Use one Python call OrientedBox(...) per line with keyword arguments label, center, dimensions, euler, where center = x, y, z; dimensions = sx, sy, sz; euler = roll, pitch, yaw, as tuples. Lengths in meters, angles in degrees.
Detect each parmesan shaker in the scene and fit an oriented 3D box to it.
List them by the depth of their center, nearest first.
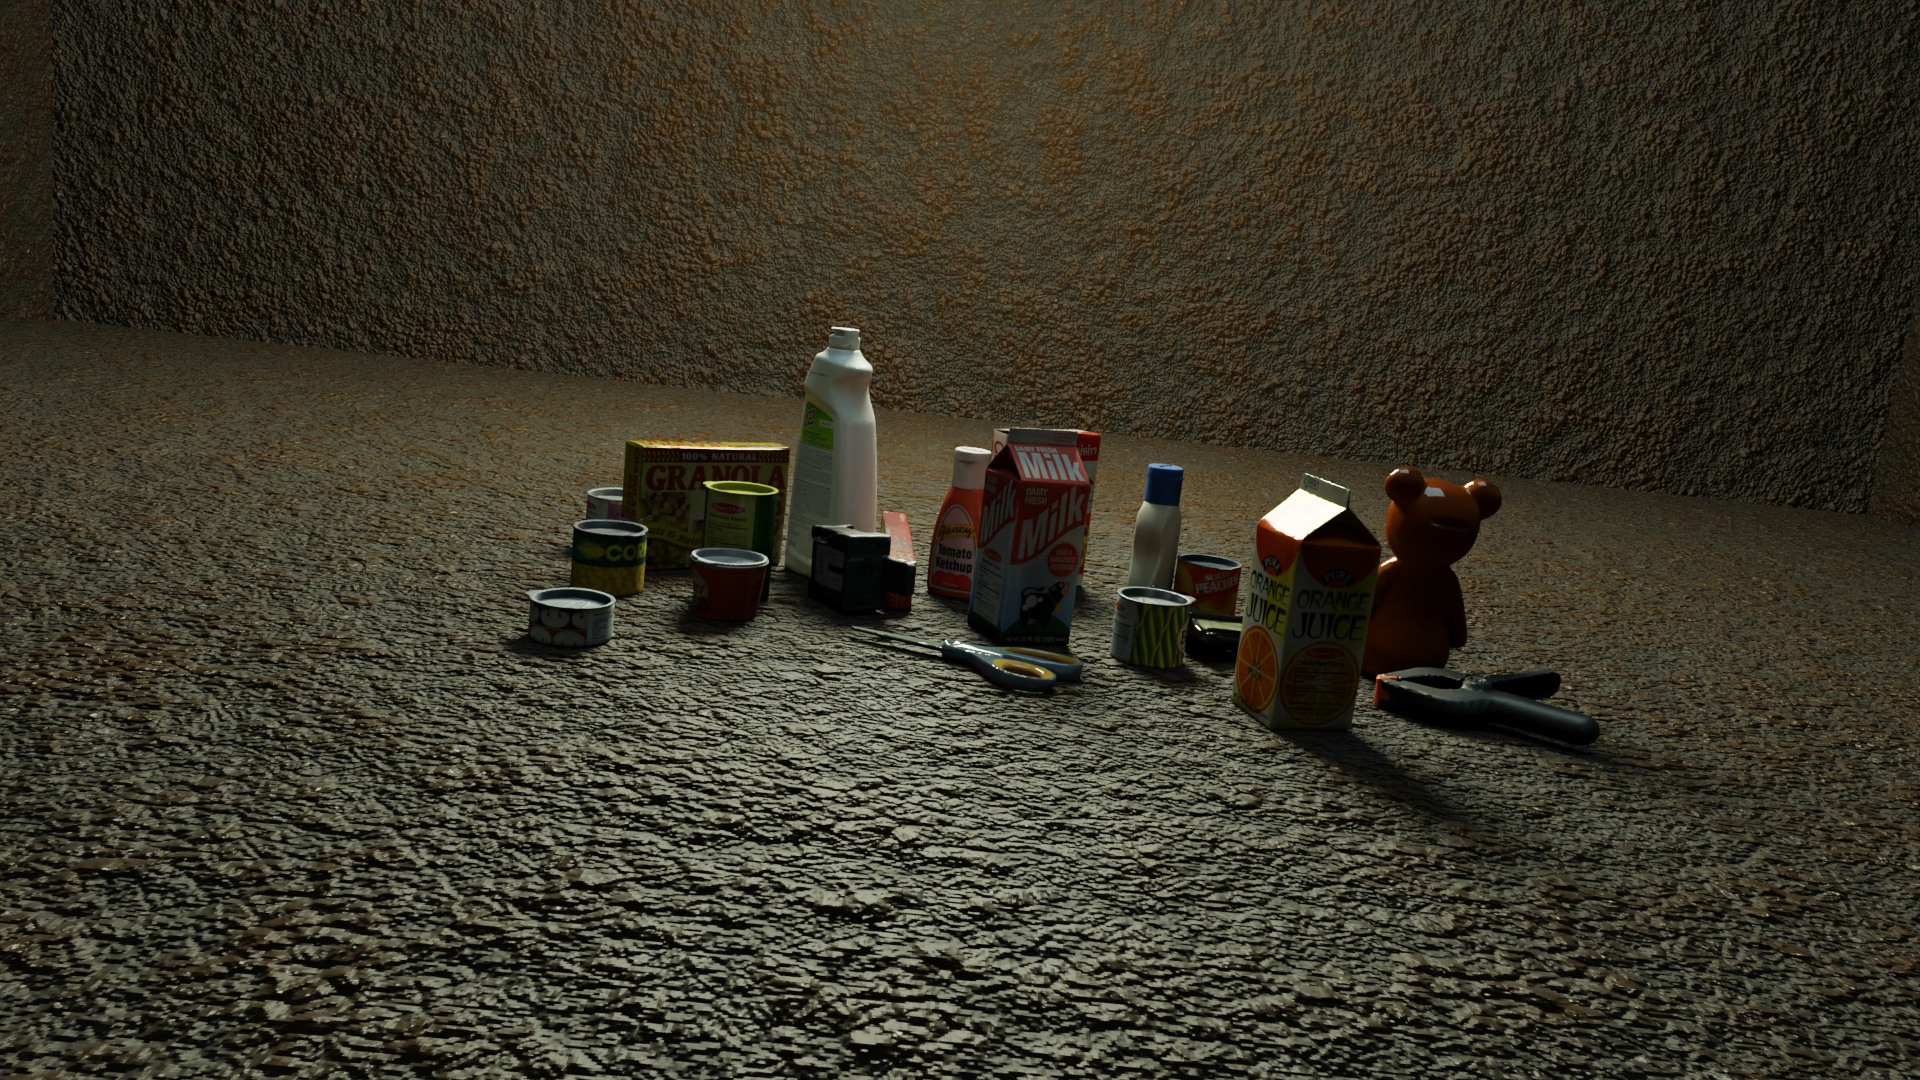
OrientedBox(label="parmesan shaker", center=(-0.209, 0.001, 1.287), dimensions=(0.071, 0.103, 0.071), euler=(6, 11, -1))

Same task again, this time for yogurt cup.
OrientedBox(label="yogurt cup", center=(-0.205, 0.039, 1.223), dimensions=(0.072, 0.053, 0.072), euler=(6, 11, -1))

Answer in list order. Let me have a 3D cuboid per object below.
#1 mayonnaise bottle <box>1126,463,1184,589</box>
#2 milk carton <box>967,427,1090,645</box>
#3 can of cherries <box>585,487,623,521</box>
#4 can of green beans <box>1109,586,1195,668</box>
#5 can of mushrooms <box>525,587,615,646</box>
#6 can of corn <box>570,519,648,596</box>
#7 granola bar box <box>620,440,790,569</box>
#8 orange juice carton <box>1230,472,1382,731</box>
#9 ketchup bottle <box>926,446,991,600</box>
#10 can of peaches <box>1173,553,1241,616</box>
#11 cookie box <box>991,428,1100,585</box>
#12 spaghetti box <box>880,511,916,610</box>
OrientedBox(label="mayonnaise bottle", center=(0.201, -0.003, 1.423), dimensions=(0.041, 0.147, 0.065), euler=(12, 12, 28))
OrientedBox(label="milk carton", center=(0.063, -0.006, 1.249), dimensions=(0.072, 0.190, 0.073), euler=(1, 12, -25))
OrientedBox(label="can of cherries", center=(-0.349, -0.020, 1.428), dimensions=(0.071, 0.058, 0.071), euler=(6, 11, -1))
OrientedBox(label="can of green beans", center=(0.168, 0.077, 1.232), dimensions=(0.071, 0.057, 0.071), euler=(6, 11, -1))
OrientedBox(label="can of mushrooms", center=(-0.312, 0.060, 1.107), dimensions=(0.071, 0.033, 0.071), euler=(6, 11, -1))
OrientedBox(label="can of corn", center=(-0.318, 0.016, 1.264), dimensions=(0.071, 0.058, 0.071), euler=(6, 11, -1))
OrientedBox(label="granola bar box", center=(-0.255, -0.036, 1.396), dimensions=(0.166, 0.124, 0.039), euler=(-2, 13, -38))
OrientedBox(label="orange juice carton", center=(0.273, 0.047, 1.091), dimensions=(0.073, 0.192, 0.072), euler=(3, 11, -16))
OrientedBox(label="ketchup bottle", center=(0.005, -0.017, 1.381), dimensions=(0.065, 0.148, 0.043), euler=(11, 11, 23))
OrientedBox(label="can of peaches", center=(0.252, 0.049, 1.421), dimensions=(0.071, 0.058, 0.071), euler=(6, 11, -1))
OrientedBox(label="cookie box", center=(0.084, -0.033, 1.457), dimensions=(0.123, 0.167, 0.040), euler=(-3, 14, -41))
OrientedBox(label="spaghetti box", center=(-0.067, 0.018, 1.419), dimensions=(0.029, 0.050, 0.250), euler=(5, 11, -6))
